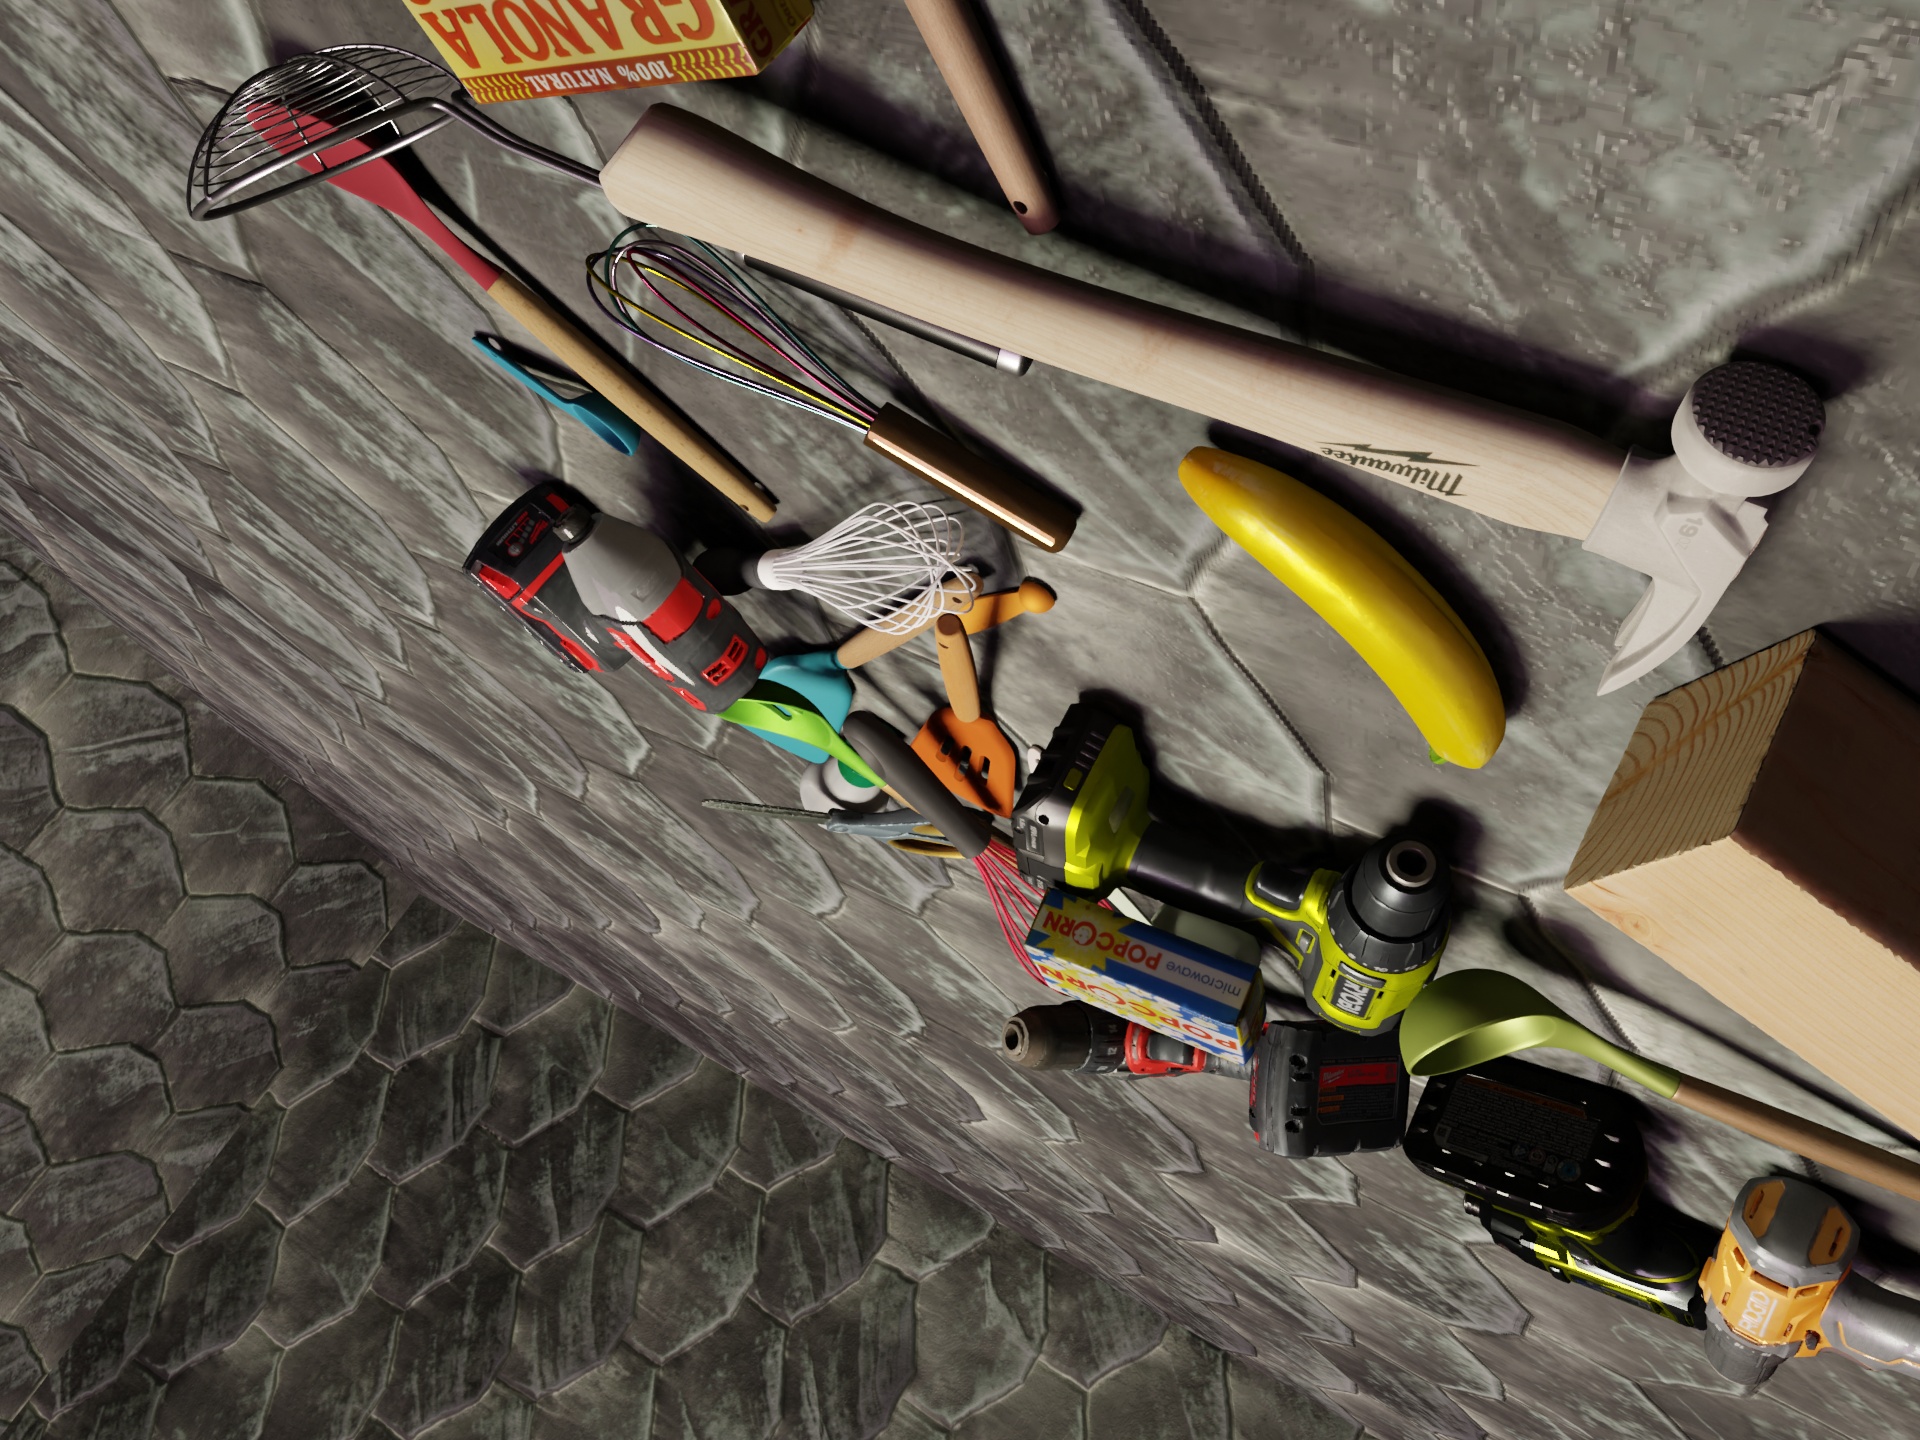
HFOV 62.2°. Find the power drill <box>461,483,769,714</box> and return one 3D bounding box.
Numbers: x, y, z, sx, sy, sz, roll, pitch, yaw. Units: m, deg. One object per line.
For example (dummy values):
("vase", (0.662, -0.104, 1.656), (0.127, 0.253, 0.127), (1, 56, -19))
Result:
("power drill", (-0.214, -0.079, 0.959), (0.143, 0.078, 0.220), (47, 164, -30))

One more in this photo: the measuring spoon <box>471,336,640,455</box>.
("measuring spoon", (-0.222, -0.187, 0.877), (0.129, 0.021, 0.042), (35, 170, 21))

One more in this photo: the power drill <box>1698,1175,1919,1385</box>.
("power drill", (0.525, 0.359, 0.875), (0.226, 0.084, 0.185), (23, 145, 31))

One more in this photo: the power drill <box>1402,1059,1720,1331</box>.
("power drill", (0.373, 0.299, 1.001), (0.171, 0.080, 0.223), (10, 152, 43))

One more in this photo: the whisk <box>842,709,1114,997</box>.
("whisk", (0.020, 0.090, 1.013), (0.073, 0.073, 0.295), (5, 146, 50))

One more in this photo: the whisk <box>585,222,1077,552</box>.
("whisk", (-0.055, -0.145, 0.705), (0.245, 0.051, 0.047), (30, 180, -3))

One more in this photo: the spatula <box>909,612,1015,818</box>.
("spatula", (-0.001, -0.003, 0.875), (0.081, 0.041, 0.322), (30, 171, 9))

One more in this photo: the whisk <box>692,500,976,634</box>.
("whisk", (-0.082, -0.082, 0.853), (0.070, 0.070, 0.285), (45, 160, -28))

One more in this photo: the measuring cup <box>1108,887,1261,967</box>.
("measuring cup", (0.126, 0.116, 1.005), (0.167, 0.038, 0.083), (44, 156, -21))

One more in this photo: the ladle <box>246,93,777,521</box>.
("ladle", (-0.216, -0.205, 0.809), (0.315, 0.031, 0.069), (40, 163, -21))

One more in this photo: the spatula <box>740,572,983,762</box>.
("spatula", (-0.059, -0.033, 0.932), (0.082, 0.044, 0.317), (30, 160, -16))

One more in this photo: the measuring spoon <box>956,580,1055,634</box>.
("measuring spoon", (0.014, -0.055, 0.828), (0.021, 0.011, 0.117), (41, 158, -18))

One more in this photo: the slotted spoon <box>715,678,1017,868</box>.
("slotted spoon", (-0.031, 0.048, 1.027), (0.313, 0.031, 0.070), (33, 154, -30))

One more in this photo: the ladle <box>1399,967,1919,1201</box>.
("ladle", (0.373, 0.200, 0.777), (0.320, 0.062, 0.078), (21, 151, 9))

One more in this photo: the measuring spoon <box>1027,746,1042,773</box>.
("measuring spoon", (0.064, 0.053, 0.994), (0.034, 0.018, 0.124), (26, 152, 36))

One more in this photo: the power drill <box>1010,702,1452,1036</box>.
("power drill", (0.146, 0.077, 0.841), (0.228, 0.080, 0.190), (23, 158, 17))

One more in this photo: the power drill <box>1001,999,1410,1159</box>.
("power drill", (0.156, 0.219, 1.035), (0.187, 0.080, 0.227), (6, 177, -36))

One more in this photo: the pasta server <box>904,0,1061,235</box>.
("pasta server", (-0.042, -0.257, 0.438), (0.060, 0.040, 0.315), (19, 156, 40))

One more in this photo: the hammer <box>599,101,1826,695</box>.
("hammer", (0.059, -0.124, 0.549), (0.411, 0.038, 0.146), (23, 158, 15))

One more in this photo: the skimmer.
("skimmer", (-0.145, -0.190, 0.652), (0.363, 0.127, 0.090), (23, 124, 8))
